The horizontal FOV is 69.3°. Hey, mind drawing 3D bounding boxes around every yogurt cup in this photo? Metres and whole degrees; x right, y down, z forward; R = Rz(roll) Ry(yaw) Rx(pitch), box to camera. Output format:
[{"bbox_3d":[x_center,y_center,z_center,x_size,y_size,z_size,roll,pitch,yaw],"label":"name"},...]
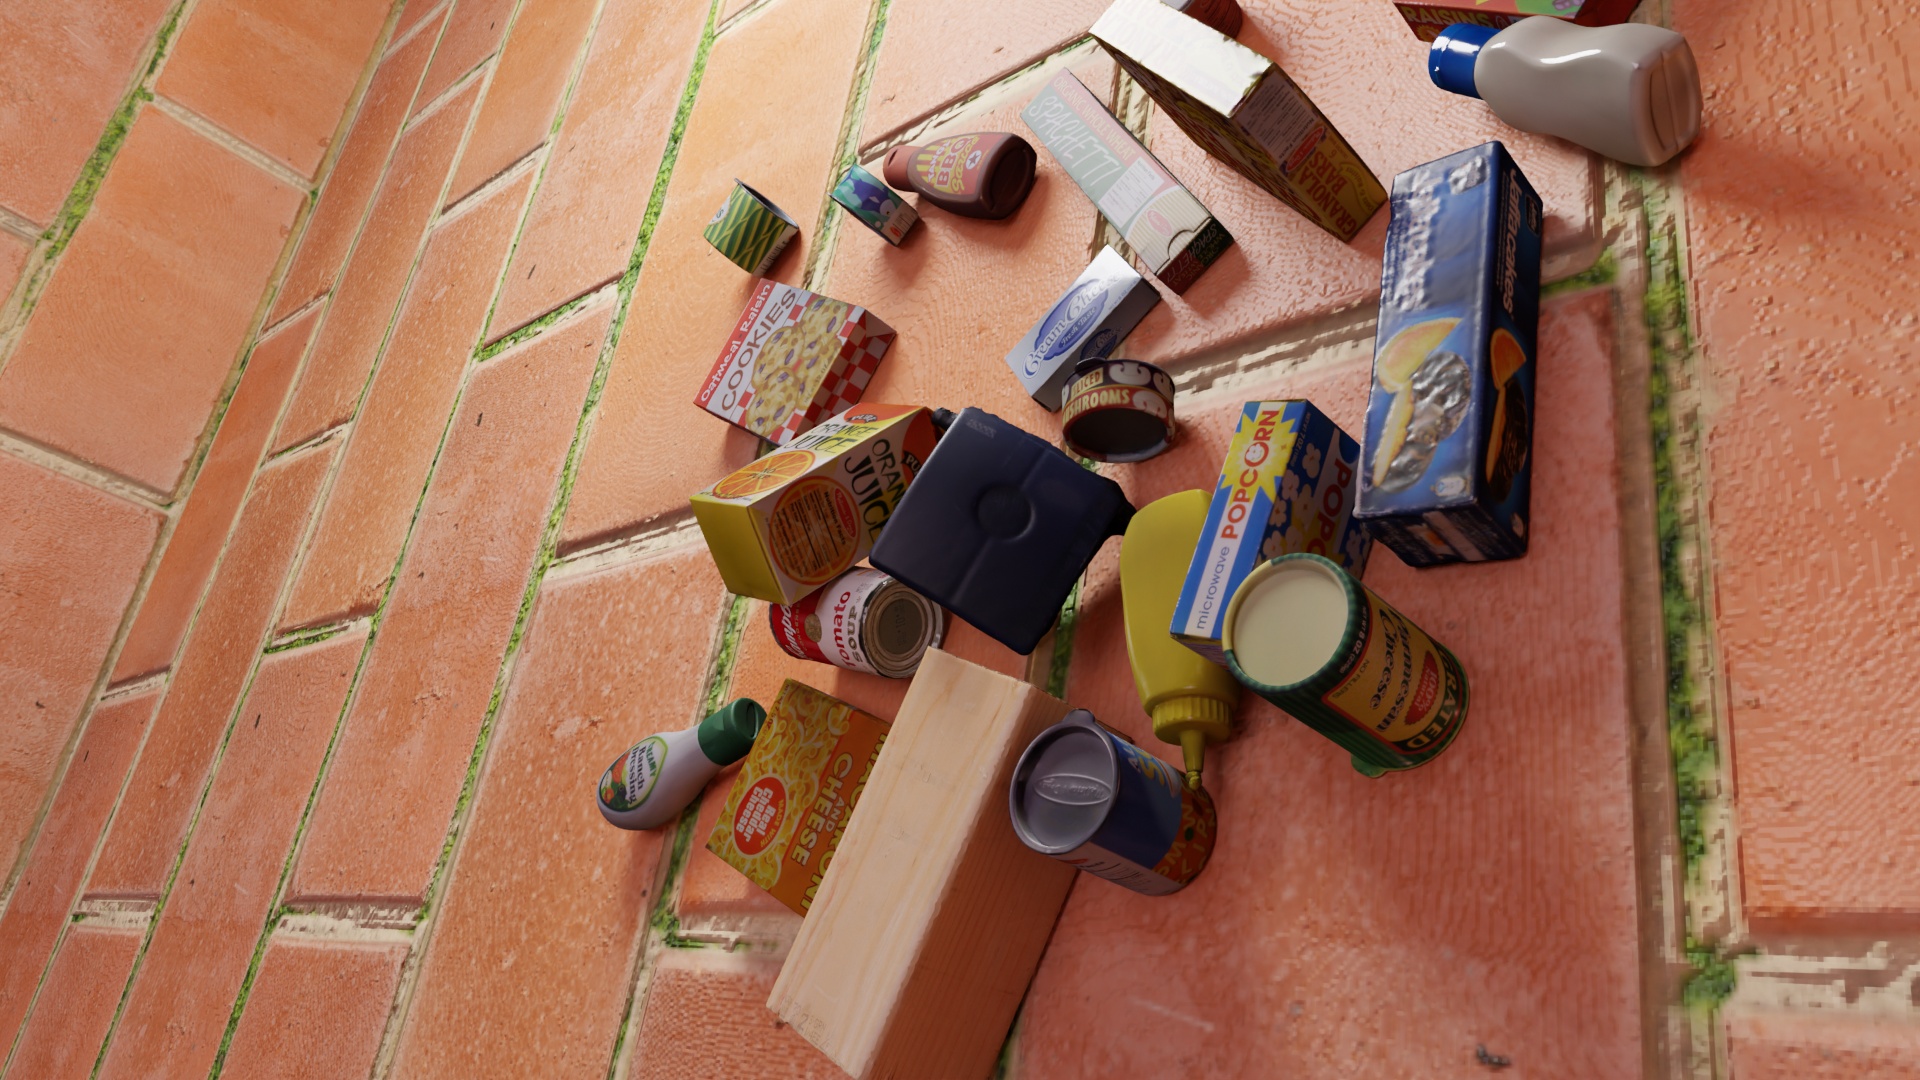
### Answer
[{"bbox_3d":[0.153,-0.358,0.939,0.072,0.054,0.073,-26,49,34],"label":"yogurt cup"}]

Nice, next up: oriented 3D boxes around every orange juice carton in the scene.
[{"bbox_3d":[-0.073,-0.037,0.916,0.193,0.072,0.072,-34,26,-34],"label":"orange juice carton"}]

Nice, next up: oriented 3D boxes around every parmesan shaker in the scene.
[{"bbox_3d":[0.169,0.057,0.613,0.071,0.103,0.071,-26,50,34],"label":"parmesan shaker"}]

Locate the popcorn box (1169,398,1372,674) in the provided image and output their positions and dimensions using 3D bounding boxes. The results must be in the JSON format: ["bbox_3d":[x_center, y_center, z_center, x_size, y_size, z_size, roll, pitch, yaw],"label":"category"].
[{"bbox_3d":[0.157,0.006,0.674,0.038,0.085,0.127,6,71,49],"label":"popcorn box"}]

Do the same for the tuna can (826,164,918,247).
[{"bbox_3d":[-0.070,-0.268,1.105,0.033,0.071,0.071,-53,39,6],"label":"tuna can"}]

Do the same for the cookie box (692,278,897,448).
[{"bbox_3d":[-0.137,-0.138,1.117,0.167,0.040,0.123,26,86,50],"label":"cookie box"}]

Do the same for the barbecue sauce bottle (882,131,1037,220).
[{"bbox_3d":[-0.006,-0.283,1.068,0.149,0.043,0.065,24,85,51],"label":"barbecue sauce bottle"}]

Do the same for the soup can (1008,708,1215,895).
[{"bbox_3d":[0.076,0.130,0.681,0.071,0.083,0.072,-26,49,34],"label":"soup can"}]

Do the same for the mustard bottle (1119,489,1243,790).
[{"bbox_3d":[0.117,0.054,0.715,0.065,0.049,0.161,-23,51,38],"label":"mustard bottle"}]

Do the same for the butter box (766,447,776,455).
[{"bbox_3d":[-0.132,-0.025,1.050,0.053,0.024,0.104,-53,39,6],"label":"butter box"}]

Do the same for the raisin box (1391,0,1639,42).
[{"bbox_3d":[0.311,-0.312,0.754,0.086,0.040,0.123,-58,40,2],"label":"raisin box"}]

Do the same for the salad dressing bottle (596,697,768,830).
[{"bbox_3d":[-0.196,0.157,0.984,0.147,0.044,0.064,-33,45,28],"label":"salad dressing bottle"}]

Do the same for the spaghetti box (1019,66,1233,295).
[{"bbox_3d":[0.106,-0.250,0.939,0.050,0.028,0.251,-45,41,17],"label":"spaghetti box"}]

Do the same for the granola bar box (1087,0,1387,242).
[{"bbox_3d":[0.159,-0.250,0.807,0.039,0.124,0.166,-49,40,12],"label":"granola bar box"}]

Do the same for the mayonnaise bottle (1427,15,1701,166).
[{"bbox_3d":[0.299,-0.233,0.700,0.041,0.064,0.148,-36,36,-5],"label":"mayonnaise bottle"}]

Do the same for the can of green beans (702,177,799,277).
[{"bbox_3d":[-0.187,-0.277,1.238,0.057,0.071,0.071,-51,40,11],"label":"can of green beans"}]

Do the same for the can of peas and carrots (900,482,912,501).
[{"bbox_3d":[0.003,-0.011,0.870,0.070,0.058,0.071,-25,50,34],"label":"can of peas and carrots"}]

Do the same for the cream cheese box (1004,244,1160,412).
[{"bbox_3d":[0.078,-0.137,0.900,0.103,0.024,0.053,-47,39,14],"label":"cream cheese box"}]

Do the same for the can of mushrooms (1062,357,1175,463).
[{"bbox_3d":[0.091,-0.075,0.809,0.071,0.071,0.033,-20,54,38],"label":"can of mushrooms"}]

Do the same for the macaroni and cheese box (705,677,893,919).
[{"bbox_3d":[-0.077,0.165,0.856,0.166,0.040,0.124,15,78,51],"label":"macaroni and cheese box"}]
